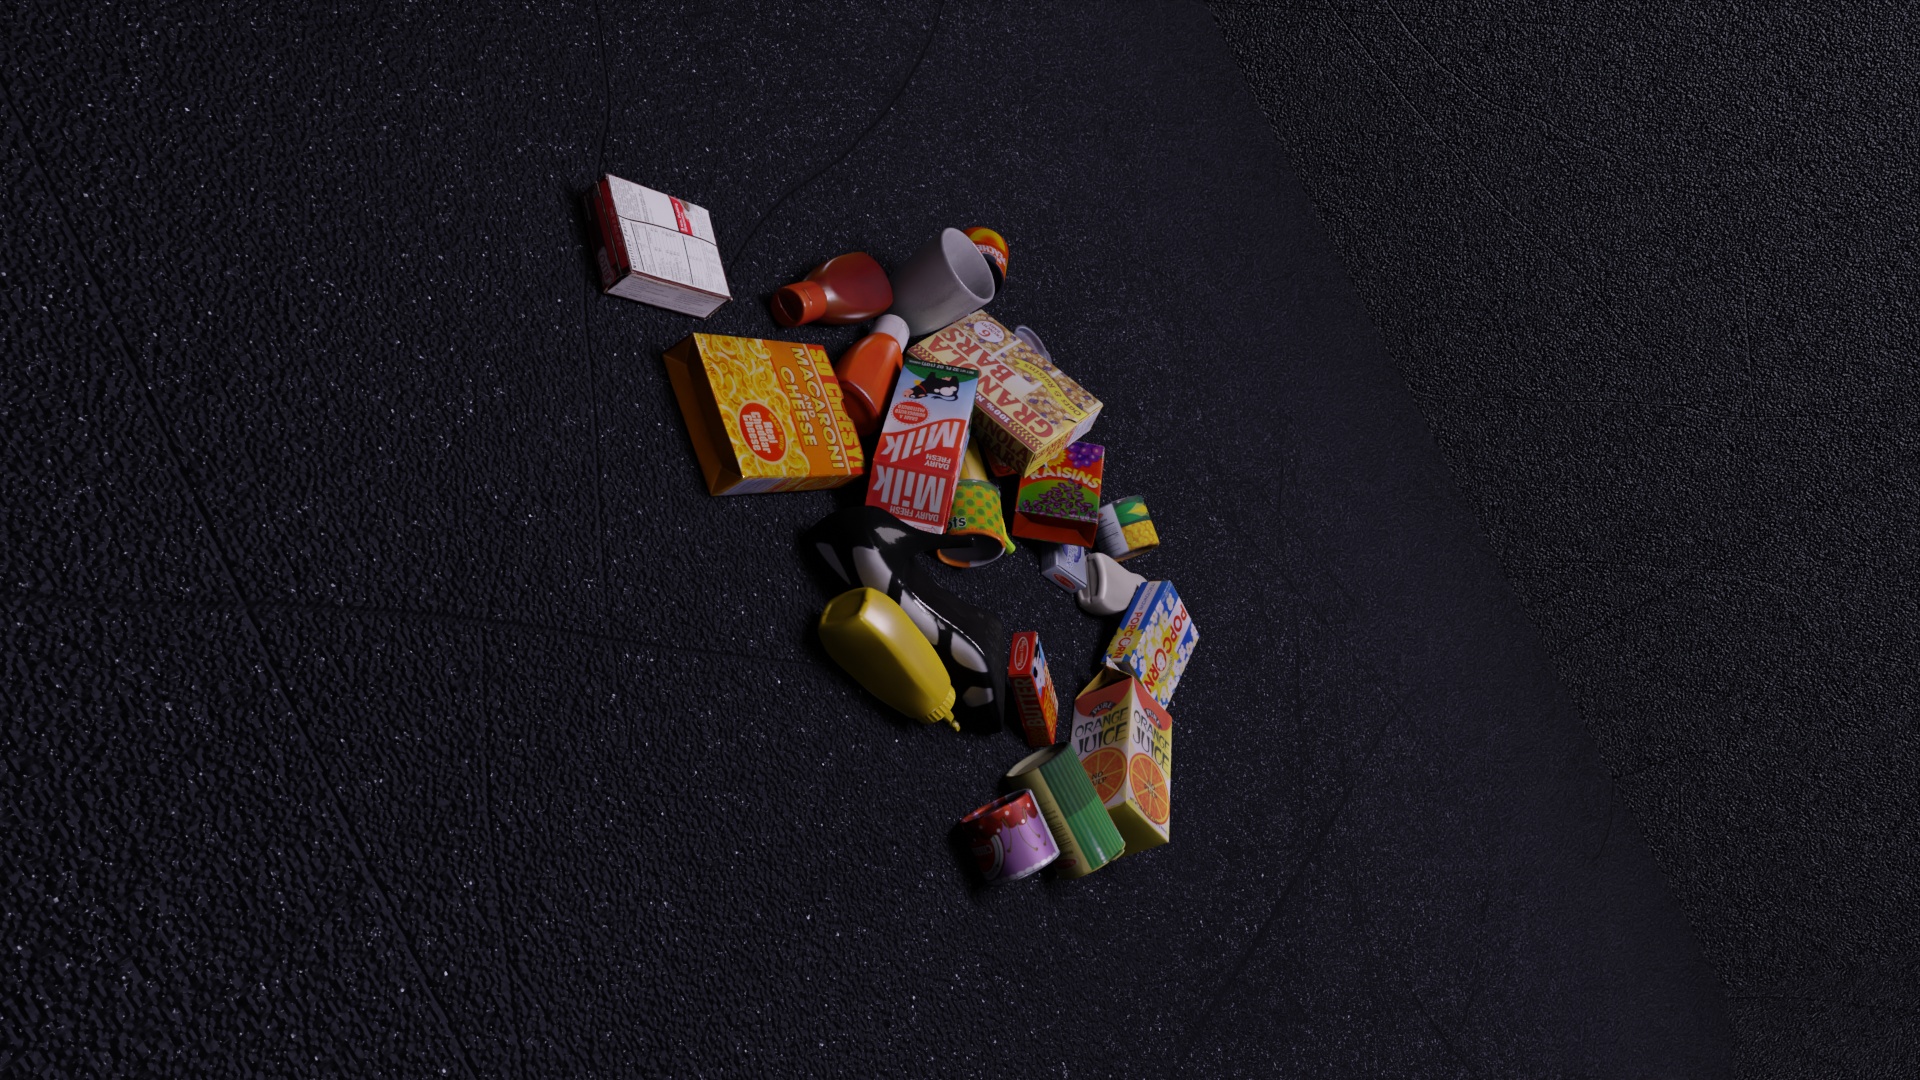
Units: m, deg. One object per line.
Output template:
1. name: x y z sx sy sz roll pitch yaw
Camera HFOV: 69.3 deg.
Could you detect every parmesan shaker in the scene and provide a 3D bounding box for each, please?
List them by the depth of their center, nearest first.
1. parmesan shaker: 0.094 0.236 1.221 0.103 0.071 0.071 62 30 -2

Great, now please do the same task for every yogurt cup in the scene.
1. yogurt cup: 0.052 -0.098 1.412 0.072 0.054 0.072 -22 93 -84

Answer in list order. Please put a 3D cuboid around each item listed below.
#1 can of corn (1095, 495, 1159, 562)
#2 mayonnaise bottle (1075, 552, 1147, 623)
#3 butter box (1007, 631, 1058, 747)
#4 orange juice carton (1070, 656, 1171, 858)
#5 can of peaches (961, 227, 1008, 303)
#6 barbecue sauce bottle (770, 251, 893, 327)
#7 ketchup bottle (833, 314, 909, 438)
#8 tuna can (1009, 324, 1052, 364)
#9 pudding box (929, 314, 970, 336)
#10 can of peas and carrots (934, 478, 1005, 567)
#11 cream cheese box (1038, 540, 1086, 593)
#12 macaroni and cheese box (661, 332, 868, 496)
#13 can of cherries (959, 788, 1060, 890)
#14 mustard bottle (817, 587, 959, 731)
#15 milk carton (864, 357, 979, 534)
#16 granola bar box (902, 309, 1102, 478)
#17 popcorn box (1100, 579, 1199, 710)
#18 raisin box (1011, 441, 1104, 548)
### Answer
1. can of corn: 0.183 -0.012 1.548 0.071 0.071 0.058 -3 71 -58
2. mayonnaise bottle: 0.179 0.062 1.514 0.148 0.041 0.065 26 54 -48
3. butter box: 0.067 0.136 1.263 0.053 0.024 0.103 -79 159 -47
4. orange juice carton: 0.154 0.203 1.337 0.071 0.073 0.194 45 35 -28
5. can of peaches: 0.019 -0.301 1.516 0.071 0.071 0.058 45 34 -29
6. barbecue sauce bottle: -0.119 -0.226 1.276 0.065 0.043 0.149 58 31 -2
7. ketchup bottle: -0.081 -0.159 1.282 0.064 0.043 0.149 56 30 -26
8. tuna can: 0.070 -0.204 1.557 0.071 0.032 0.071 36 40 -38
9. pudding box: 0.008 -0.200 1.462 0.083 0.030 0.050 55 32 -13
10. can of peas and carrots: 0.005 -0.016 1.283 0.071 0.070 0.059 29 45 -44
11. cream cheese box: 0.106 -0.001 1.465 0.053 0.024 0.104 35 41 -40
12. macaroni and cheese box: -0.154 -0.101 1.131 0.167 0.040 0.124 -7 74 -58
13. can of cherries: 0.038 0.244 1.137 0.072 0.071 0.058 -20 85 -60
14. mustard bottle: -0.048 0.104 1.119 0.159 0.065 0.049 50 38 -32
15. milk carton: -0.035 -0.073 1.231 0.072 0.073 0.191 12 44 3
16. granola bar box: 0.040 -0.148 1.363 0.166 0.038 0.125 40 45 14
17. popcorn box: 0.202 0.114 1.468 0.085 0.038 0.127 59 45 -29
18. raisin box: 0.102 -0.053 1.440 0.124 0.086 0.039 -79 176 -46
